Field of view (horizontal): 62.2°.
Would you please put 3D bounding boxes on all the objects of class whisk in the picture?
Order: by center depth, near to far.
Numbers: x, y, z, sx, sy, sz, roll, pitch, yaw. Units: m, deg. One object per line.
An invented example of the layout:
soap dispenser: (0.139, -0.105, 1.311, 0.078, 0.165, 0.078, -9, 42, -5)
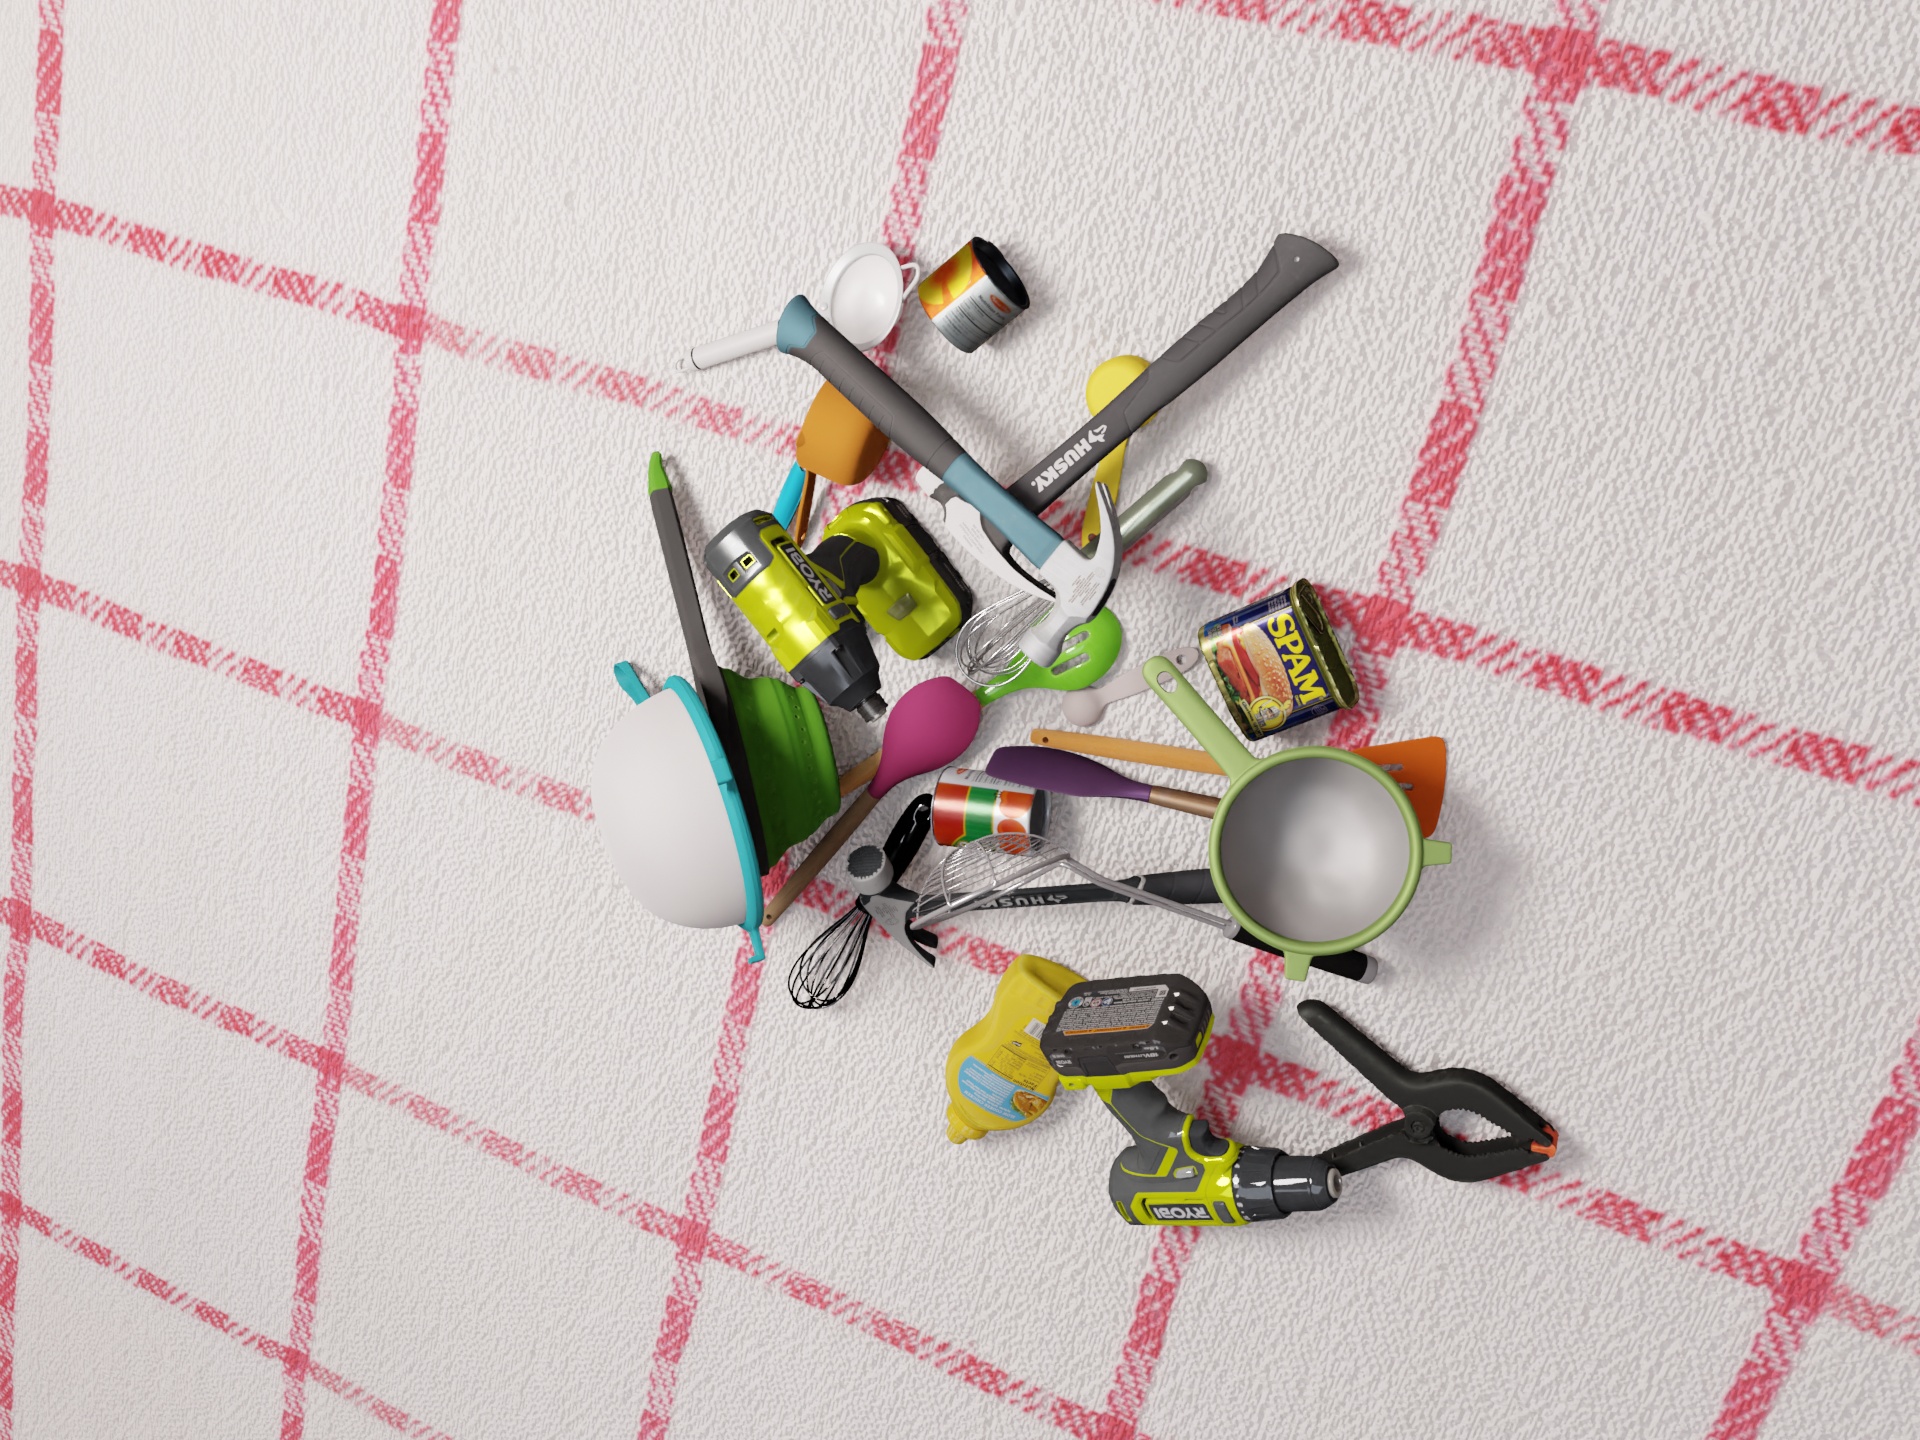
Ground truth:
whisk: (0.092, -0.114, 1.221, 0.246, 0.058, 0.059, -41, 90, 15)
whisk: (-0.083, 0.159, 1.377, 0.055, 0.055, 0.239, 34, 109, 10)

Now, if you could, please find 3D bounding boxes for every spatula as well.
spatula: (0.208, 0.033, 1.239, 0.323, 0.041, 0.081, 9, 108, 24)
spatula: (0.175, 0.062, 1.249, 0.316, 0.060, 0.018, 13, 124, 13)

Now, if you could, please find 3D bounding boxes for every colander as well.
colander: (-0.176, -0.044, 1.331, 0.094, 0.204, 0.397, -14, 81, -11)

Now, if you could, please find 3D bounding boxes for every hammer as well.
hammer: (0.133, -0.227, 1.157, 0.334, 0.035, 0.146, -39, 82, 16)
hammer: (-0.015, -0.194, 1.170, 0.331, 0.033, 0.128, 43, 105, 11)
hammer: (0.122, 0.140, 1.270, 0.409, 0.036, 0.149, -5, 141, 16)

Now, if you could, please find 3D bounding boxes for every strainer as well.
strainer: (0.223, 0.053, 1.170, 0.151, 0.069, 0.256, -41, 83, 7)
strainer: (-0.129, -0.317, 1.272, 0.258, 0.050, 0.087, -10, 81, 30)
strainer: (-0.260, 0.046, 1.287, 0.341, 0.095, 0.210, 47, 149, 49)

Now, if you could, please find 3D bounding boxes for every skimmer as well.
skimmer: (0.144, 0.165, 1.196, 0.363, 0.127, 0.090, 19, 68, -10)

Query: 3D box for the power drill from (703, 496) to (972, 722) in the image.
power drill: (-0.081, -0.089, 1.209, 0.080, 0.223, 0.171, -40, 87, 26)

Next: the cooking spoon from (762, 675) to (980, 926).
cooking spoon: (-0.087, 0.078, 1.354, 0.068, 0.017, 0.318, 38, 121, -4)

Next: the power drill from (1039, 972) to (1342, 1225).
power drill: (0.179, 0.311, 1.255, 0.190, 0.080, 0.228, -12, 118, 34)

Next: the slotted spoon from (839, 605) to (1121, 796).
slotted spoon: (-0.002, -0.004, 1.310, 0.313, 0.031, 0.070, -32, 85, 27)

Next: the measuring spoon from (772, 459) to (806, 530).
measuring spoon: (-0.146, -0.167, 1.333, 0.042, 0.021, 0.128, 30, 104, 23)

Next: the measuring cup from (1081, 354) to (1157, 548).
measuring cup: (0.112, -0.199, 1.210, 0.062, 0.029, 0.156, 17, 108, 17)

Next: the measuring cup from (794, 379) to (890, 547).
measuring cup: (-0.096, -0.198, 1.277, 0.052, 0.095, 0.173, 25, 130, 9)

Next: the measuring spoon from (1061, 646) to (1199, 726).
measuring spoon: (0.132, -0.028, 1.254, 0.124, 0.018, 0.034, -26, 94, 26)
